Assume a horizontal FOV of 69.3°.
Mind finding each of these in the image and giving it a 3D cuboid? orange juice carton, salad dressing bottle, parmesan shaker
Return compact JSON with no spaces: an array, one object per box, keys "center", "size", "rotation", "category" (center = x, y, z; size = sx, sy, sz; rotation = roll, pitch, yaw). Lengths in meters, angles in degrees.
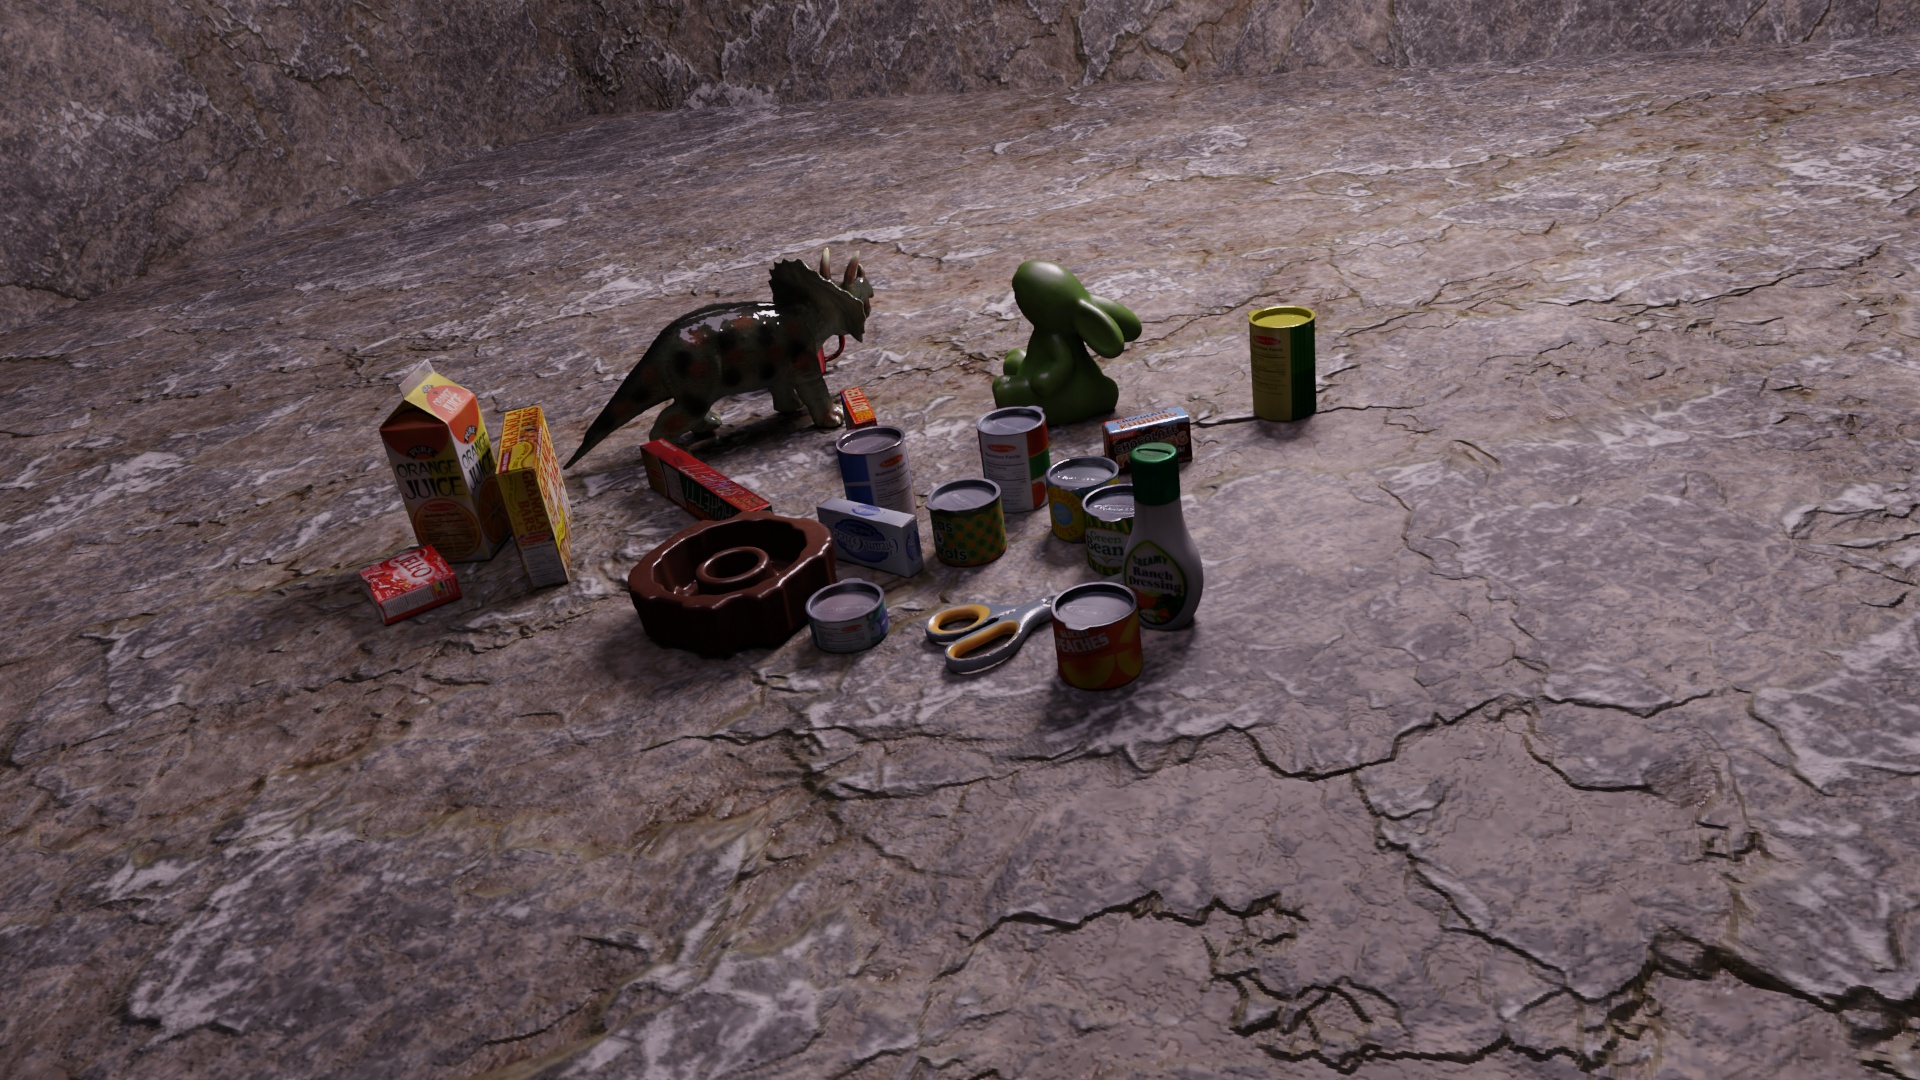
[{"center":[-0.509,-0.077,1.369],"size":[0.073,0.191,0.072],"rotation":[-5,27,7],"category":"orange juice carton"},{"center":[0.155,-0.003,1.083],"size":[0.064,0.147,0.044],"rotation":[9,32,30],"category":"salad dressing bottle"},{"center":[0.330,-0.182,1.428],"size":[0.071,0.102,0.071],"rotation":[-7,27,4],"category":"parmesan shaker"}]

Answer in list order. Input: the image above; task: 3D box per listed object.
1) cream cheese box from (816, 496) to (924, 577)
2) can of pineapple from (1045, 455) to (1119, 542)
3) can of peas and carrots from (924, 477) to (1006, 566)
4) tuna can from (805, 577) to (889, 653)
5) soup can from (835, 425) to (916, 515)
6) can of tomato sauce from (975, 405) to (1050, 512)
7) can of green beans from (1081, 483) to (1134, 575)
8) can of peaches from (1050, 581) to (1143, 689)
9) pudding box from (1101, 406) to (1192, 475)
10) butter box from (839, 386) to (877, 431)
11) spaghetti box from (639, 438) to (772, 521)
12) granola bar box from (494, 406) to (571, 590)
[{"center":[-0.081,-0.004,1.255],"size":[0.104,0.053,0.024],"rotation":[13,34,36],"category":"cream cheese box"},{"center":[0.111,-0.037,1.259],"size":[0.071,0.057,0.071],"rotation":[-7,27,4],"category":"can of pineapple"},{"center":[0.004,-0.016,1.248],"size":[0.071,0.058,0.071],"rotation":[-7,27,4],"category":"can of peas and carrots"},{"center":[-0.093,0.062,1.154],"size":[0.071,0.032,0.071],"rotation":[-7,27,4],"category":"tuna can"},{"center":[-0.081,-0.060,1.331],"size":[0.071,0.083,0.072],"rotation":[-7,27,4],"category":"soup can"},{"center":[0.054,-0.078,1.328],"size":[0.071,0.082,0.071],"rotation":[-7,27,4],"category":"can of tomato sauce"},{"center":[0.140,-0.009,1.198],"size":[0.071,0.057,0.071],"rotation":[-7,27,4],"category":"can of green beans"},{"center":[0.102,0.073,1.049],"size":[0.071,0.057,0.071],"rotation":[-7,27,4],"category":"can of peaches"},{"center":[0.184,-0.098,1.365],"size":[0.084,0.049,0.030],"rotation":[-12,27,-6],"category":"pudding box"},{"center":[-0.107,-0.123,1.494],"size":[0.024,0.053,0.104],"rotation":[-13,27,-9],"category":"butter box"},{"center":[-0.254,-0.046,1.390],"size":[0.029,0.050,0.250],"rotation":[-24,31,-28],"category":"spaghetti box"},{"center":[-0.414,-0.044,1.352],"size":[0.039,0.123,0.166],"rotation":[-13,27,-9],"category":"granola bar box"}]
